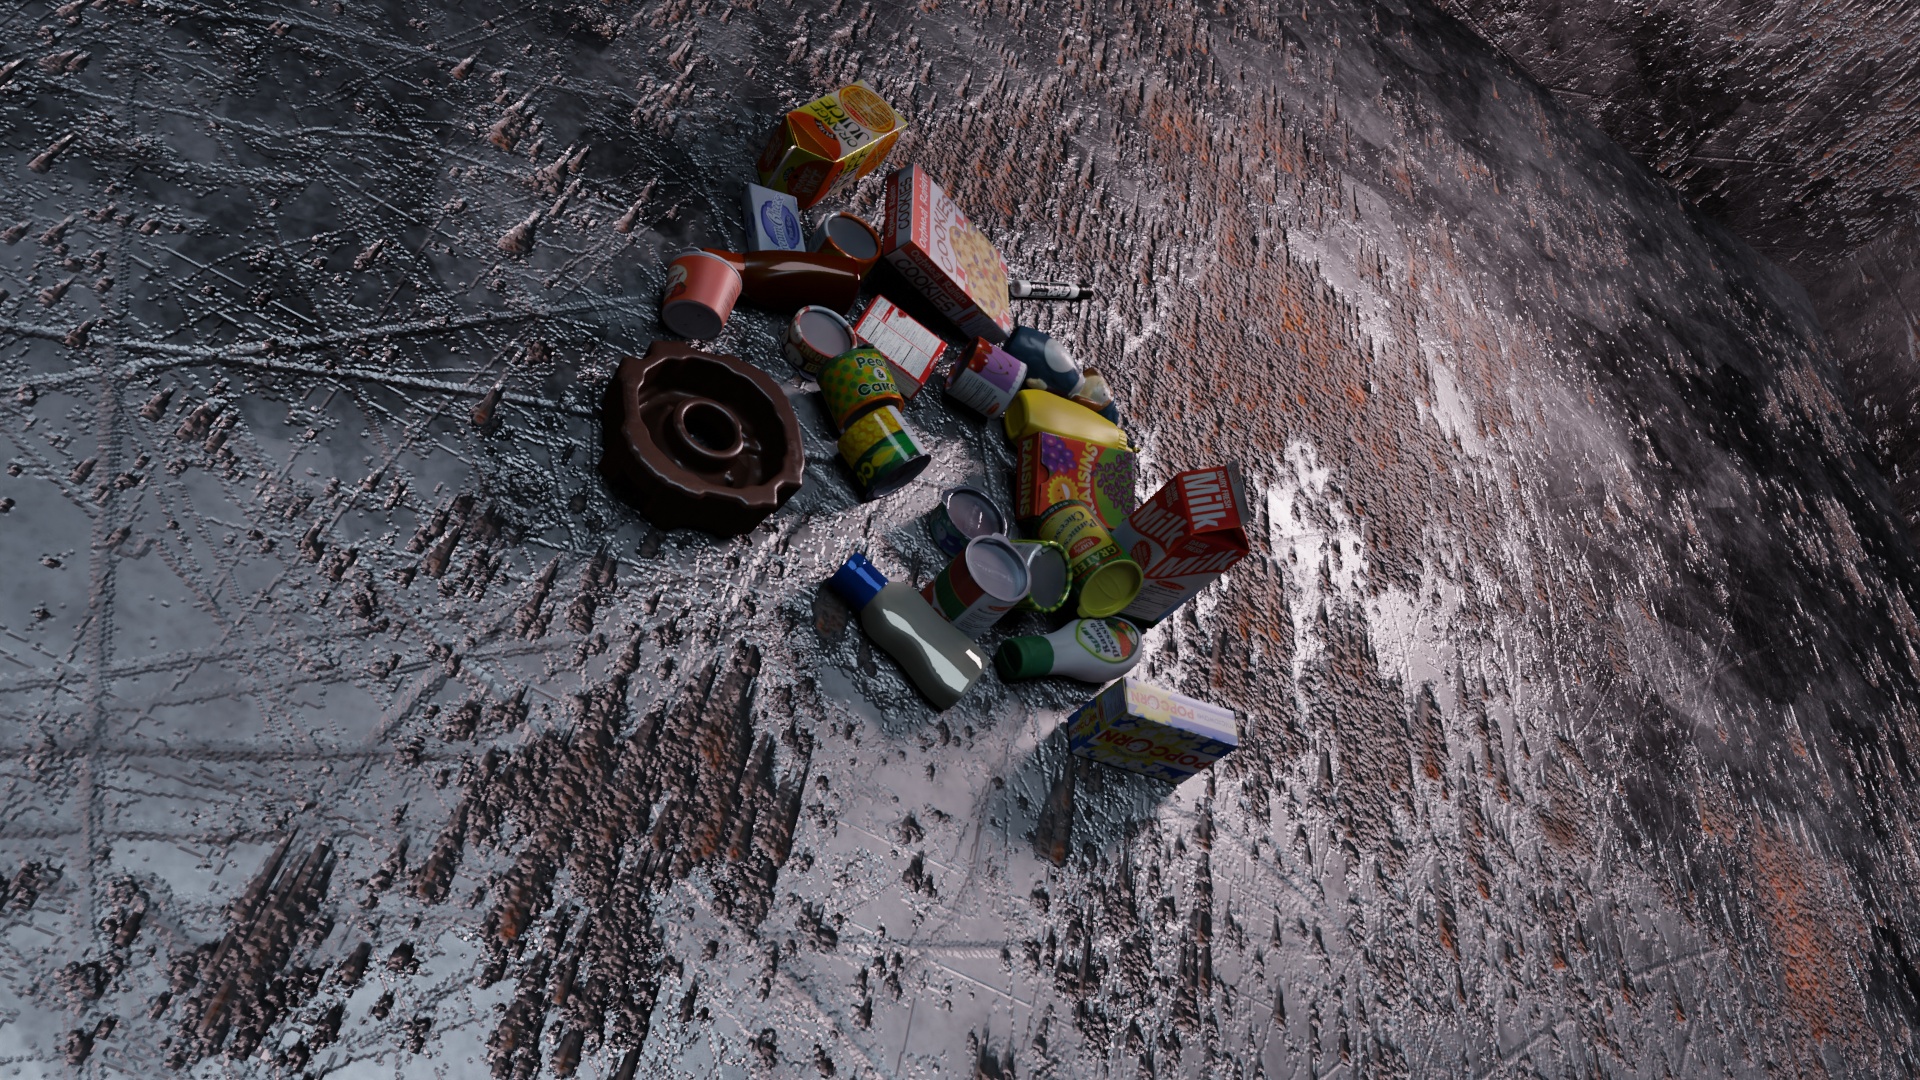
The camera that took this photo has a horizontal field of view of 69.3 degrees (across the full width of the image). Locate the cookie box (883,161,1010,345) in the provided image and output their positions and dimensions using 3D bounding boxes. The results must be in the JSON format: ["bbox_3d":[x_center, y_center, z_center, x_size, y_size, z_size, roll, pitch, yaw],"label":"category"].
[{"bbox_3d":[-0.014,-0.294,1.444,0.167,0.040,0.123,39,38,-40],"label":"cookie box"}]

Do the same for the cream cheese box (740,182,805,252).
[{"bbox_3d":[-0.184,-0.304,1.372,0.053,0.024,0.104,9,53,-32],"label":"cream cheese box"}]

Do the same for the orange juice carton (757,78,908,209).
[{"bbox_3d":[-0.142,-0.411,1.453,0.073,0.071,0.194,44,42,-1],"label":"orange juice carton"}]

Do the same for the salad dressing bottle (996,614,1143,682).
[{"bbox_3d":[0.100,0.101,1.259,0.148,0.043,0.064,-4,55,-39],"label":"salad dressing bottle"}]

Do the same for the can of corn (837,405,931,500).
[{"bbox_3d":[-0.071,-0.079,1.254,0.071,0.071,0.058,-24,74,-46],"label":"can of corn"}]

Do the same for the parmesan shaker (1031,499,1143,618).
[{"bbox_3d":[0.114,0.017,1.299,0.071,0.071,0.103,7,31,-34],"label":"parmesan shaker"}]

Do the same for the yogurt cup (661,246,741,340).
[{"bbox_3d":[-0.233,-0.216,1.238,0.072,0.072,0.054,23,55,-22],"label":"yogurt cup"}]

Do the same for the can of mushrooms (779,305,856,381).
[{"bbox_3d":[-0.134,-0.186,1.312,0.071,0.033,0.071,21,47,-25],"label":"can of mushrooms"}]

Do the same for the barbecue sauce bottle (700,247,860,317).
[{"bbox_3d":[-0.173,-0.247,1.311,0.149,0.064,0.044,4,54,-25],"label":"barbecue sauce bottle"}]

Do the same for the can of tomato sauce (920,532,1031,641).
[{"bbox_3d":[0.011,0.043,1.207,0.071,0.082,0.071,21,47,-24],"label":"can of tomato sauce"}]

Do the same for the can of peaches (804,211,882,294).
[{"bbox_3d":[-0.117,-0.283,1.382,0.071,0.057,0.071,20,47,-24],"label":"can of peaches"}]

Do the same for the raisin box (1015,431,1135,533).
[{"bbox_3d":[0.115,-0.053,1.375,0.123,0.040,0.086,10,77,-32],"label":"raisin box"}]

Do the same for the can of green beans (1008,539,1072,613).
[{"bbox_3d":[0.059,0.032,1.253,0.071,0.058,0.071,-2,93,-46],"label":"can of green beans"}]

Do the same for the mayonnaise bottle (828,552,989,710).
[{"bbox_3d":[-0.046,0.073,1.172,0.148,0.041,0.065,43,42,0],"label":"mayonnaise bottle"}]

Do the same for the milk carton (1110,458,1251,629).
[{"bbox_3d":[0.204,0.002,1.308,0.073,0.189,0.073,16,50,-29],"label":"milk carton"}]

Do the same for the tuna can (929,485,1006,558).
[{"bbox_3d":[0.005,-0.016,1.285,0.071,0.032,0.071,21,47,-24],"label":"tuna can"}]

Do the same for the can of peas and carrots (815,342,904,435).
[{"bbox_3d":[-0.091,-0.137,1.279,0.071,0.070,0.059,-7,63,-41],"label":"can of peas and carrots"}]

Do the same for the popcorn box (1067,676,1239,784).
[{"bbox_3d":[0.171,0.170,1.229,0.127,0.085,0.038,20,49,-25],"label":"popcorn box"}]

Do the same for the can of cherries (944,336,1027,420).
[{"bbox_3d":[0.025,-0.165,1.394,0.058,0.071,0.072,29,44,-14],"label":"can of cherries"}]

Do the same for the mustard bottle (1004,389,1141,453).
[{"bbox_3d":[0.122,-0.108,1.436,0.160,0.048,0.065,15,48,-29],"label":"mustard bottle"}]
